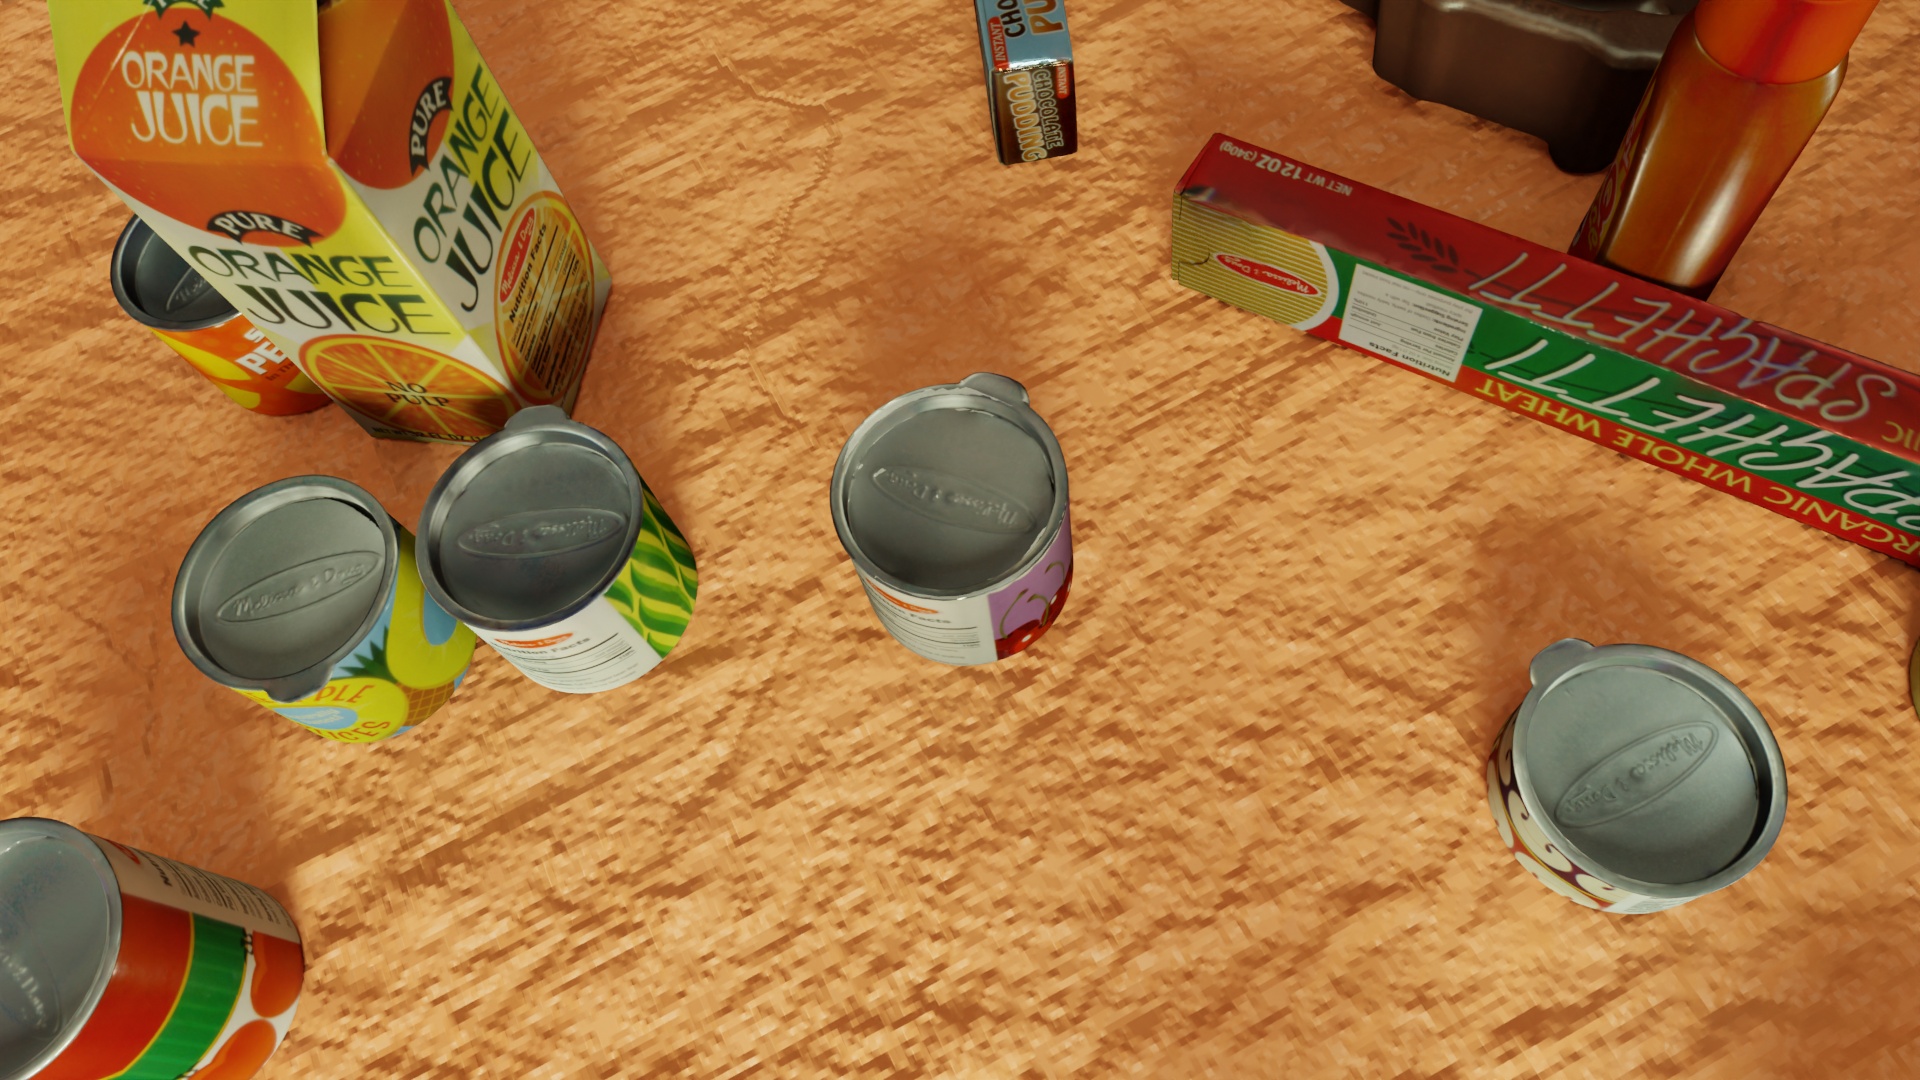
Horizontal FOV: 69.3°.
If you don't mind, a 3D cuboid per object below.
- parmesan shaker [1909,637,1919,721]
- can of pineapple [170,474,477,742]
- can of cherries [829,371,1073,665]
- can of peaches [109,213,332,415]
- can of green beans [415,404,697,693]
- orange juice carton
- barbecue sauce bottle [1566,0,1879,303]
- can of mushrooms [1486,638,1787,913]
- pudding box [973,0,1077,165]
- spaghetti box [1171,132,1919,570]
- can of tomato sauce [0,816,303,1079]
[{"bbox_3d":[0.290,0.021,0.334,0.071,0.102,0.071,-3,65,6],"label":"parmesan shaker"},{"bbox_3d":[-0.188,0.024,0.416,0.071,0.057,0.071,-3,65,6],"label":"can of pineapple"},{"bbox_3d":[0.001,-0.005,0.406,0.071,0.058,0.072,-3,65,6],"label":"can of cherries"},{"bbox_3d":[-0.237,-0.083,0.471,0.071,0.058,0.071,-3,65,6],"label":"can of peaches"},{"bbox_3d":[-0.118,0.006,0.416,0.071,0.057,0.071,-3,65,6],"label":"can of green beans"},{"bbox_3d":[-0.173,-0.102,0.398,0.072,0.192,0.073,5,67,10],"label":"orange juice carton"},{"bbox_3d":[0.207,-0.113,0.380,0.044,0.148,0.065,22,70,16],"label":"barbecue sauce bottle"},{"bbox_3d":[0.175,0.061,0.367,0.071,0.033,0.071,-3,65,6],"label":"can of mushrooms"},{"bbox_3d":[0.021,-0.182,0.490,0.030,0.049,0.084,-8,65,3],"label":"pudding box"},{"bbox_3d":[0.182,-0.057,0.412,0.250,0.050,0.029,25,71,17],"label":"spaghetti box"},{"bbox_3d":[-0.226,0.116,0.364,0.071,0.082,0.071,-3,65,6],"label":"can of tomato sauce"}]
